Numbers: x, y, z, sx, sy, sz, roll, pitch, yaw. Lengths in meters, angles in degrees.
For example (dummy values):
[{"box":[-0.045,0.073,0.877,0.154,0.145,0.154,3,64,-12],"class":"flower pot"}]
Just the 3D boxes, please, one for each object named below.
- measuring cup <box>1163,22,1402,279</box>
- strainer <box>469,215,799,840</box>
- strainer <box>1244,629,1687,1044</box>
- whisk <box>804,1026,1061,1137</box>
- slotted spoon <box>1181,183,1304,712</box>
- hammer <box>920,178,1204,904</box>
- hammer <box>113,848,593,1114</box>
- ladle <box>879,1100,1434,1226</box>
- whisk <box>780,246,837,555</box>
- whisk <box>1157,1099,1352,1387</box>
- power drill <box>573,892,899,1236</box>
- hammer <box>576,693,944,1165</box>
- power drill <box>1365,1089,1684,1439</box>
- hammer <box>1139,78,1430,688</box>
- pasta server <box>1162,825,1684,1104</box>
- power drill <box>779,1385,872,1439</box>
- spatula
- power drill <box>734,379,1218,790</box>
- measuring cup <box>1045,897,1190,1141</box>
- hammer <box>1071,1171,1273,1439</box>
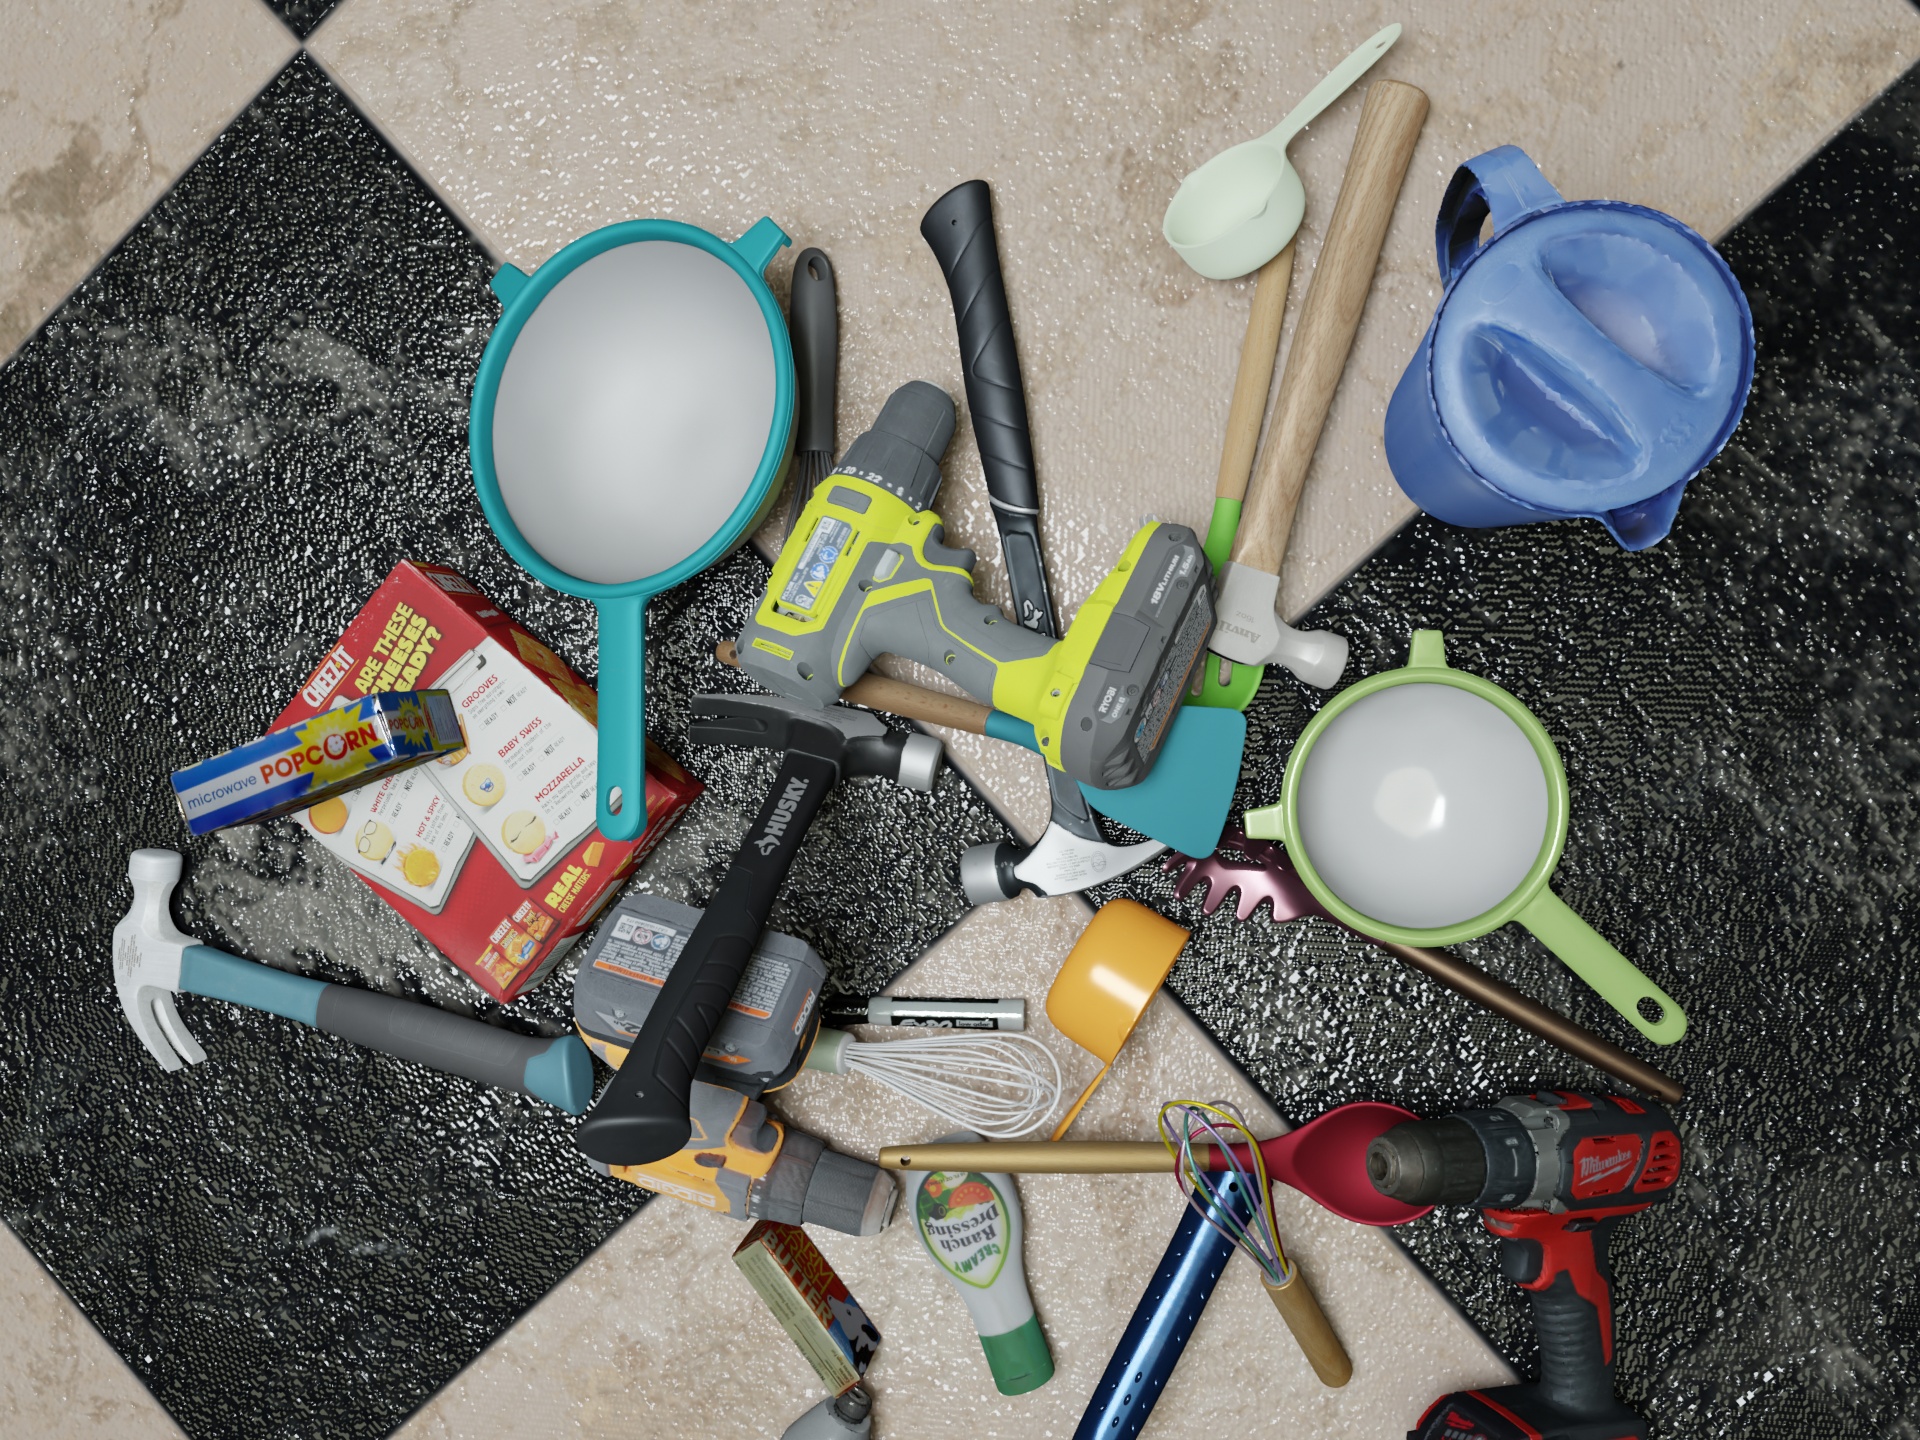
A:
[{"box":[0.185,-0.309,0.873,0.167,0.083,0.038,-44,127,5],"class":"measuring cup"},{"box":[-0.167,-0.103,0.898,0.211,0.095,0.340,-2,86,24],"class":"strainer"},{"box":[0.290,0.081,0.877,0.256,0.069,0.151,42,94,3],"class":"strainer"},{"box":[-0.059,0.193,0.919,0.246,0.057,0.059,7,64,21],"class":"whisk"},{"box":[0.160,-0.150,0.904,0.070,0.031,0.314,11,92,6],"class":"slotted spoon"},{"box":[0.038,-0.105,0.906,0.149,0.036,0.409,-11,89,23],"class":"hammer"},{"box":[-0.370,0.174,0.958,0.331,0.033,0.128,12,95,16],"class":"hammer"},{"box":[0.112,0.245,0.887,0.315,0.031,0.069,1,88,0],"class":"ladle"},{"box":[-0.081,-0.157,0.925,0.055,0.055,0.239,-2,88,7],"class":"whisk"},{"box":[0.169,0.289,0.866,0.047,0.051,0.244,-24,119,10],"class":"whisk"},{"box":[-0.120,0.207,0.879,0.185,0.084,0.226,16,137,7],"class":"power drill"},{"box":[-0.116,0.090,0.809,0.146,0.335,0.035,15,125,5],"class":"hammer"},{"box":[0.295,0.312,0.853,0.187,0.080,0.227,3,92,-23],"class":"power drill"},{"box":[0.192,-0.193,0.879,0.130,0.031,0.331,17,89,-9],"class":"hammer"},{"box":[0.263,0.141,0.899,0.316,0.040,0.060,29,138,3],"class":"pasta server"},{"box":[-0.023,0.497,0.934,0.220,0.078,0.143,28,95,8],"class":"power drill"},{"box":[-0.001,-0.003,0.896,0.318,0.044,0.082,16,96,25],"class":"spatula"},{"box":[0.014,-0.075,0.841,0.229,0.080,0.190,21,76,21],"class":"power drill"},{"box":[0.068,0.177,0.912,0.052,0.095,0.173,33,115,11],"class":"measuring cup"},{"box":[0.069,0.430,0.880,0.144,0.035,0.405,28,79,13],"class":"hammer"}]
